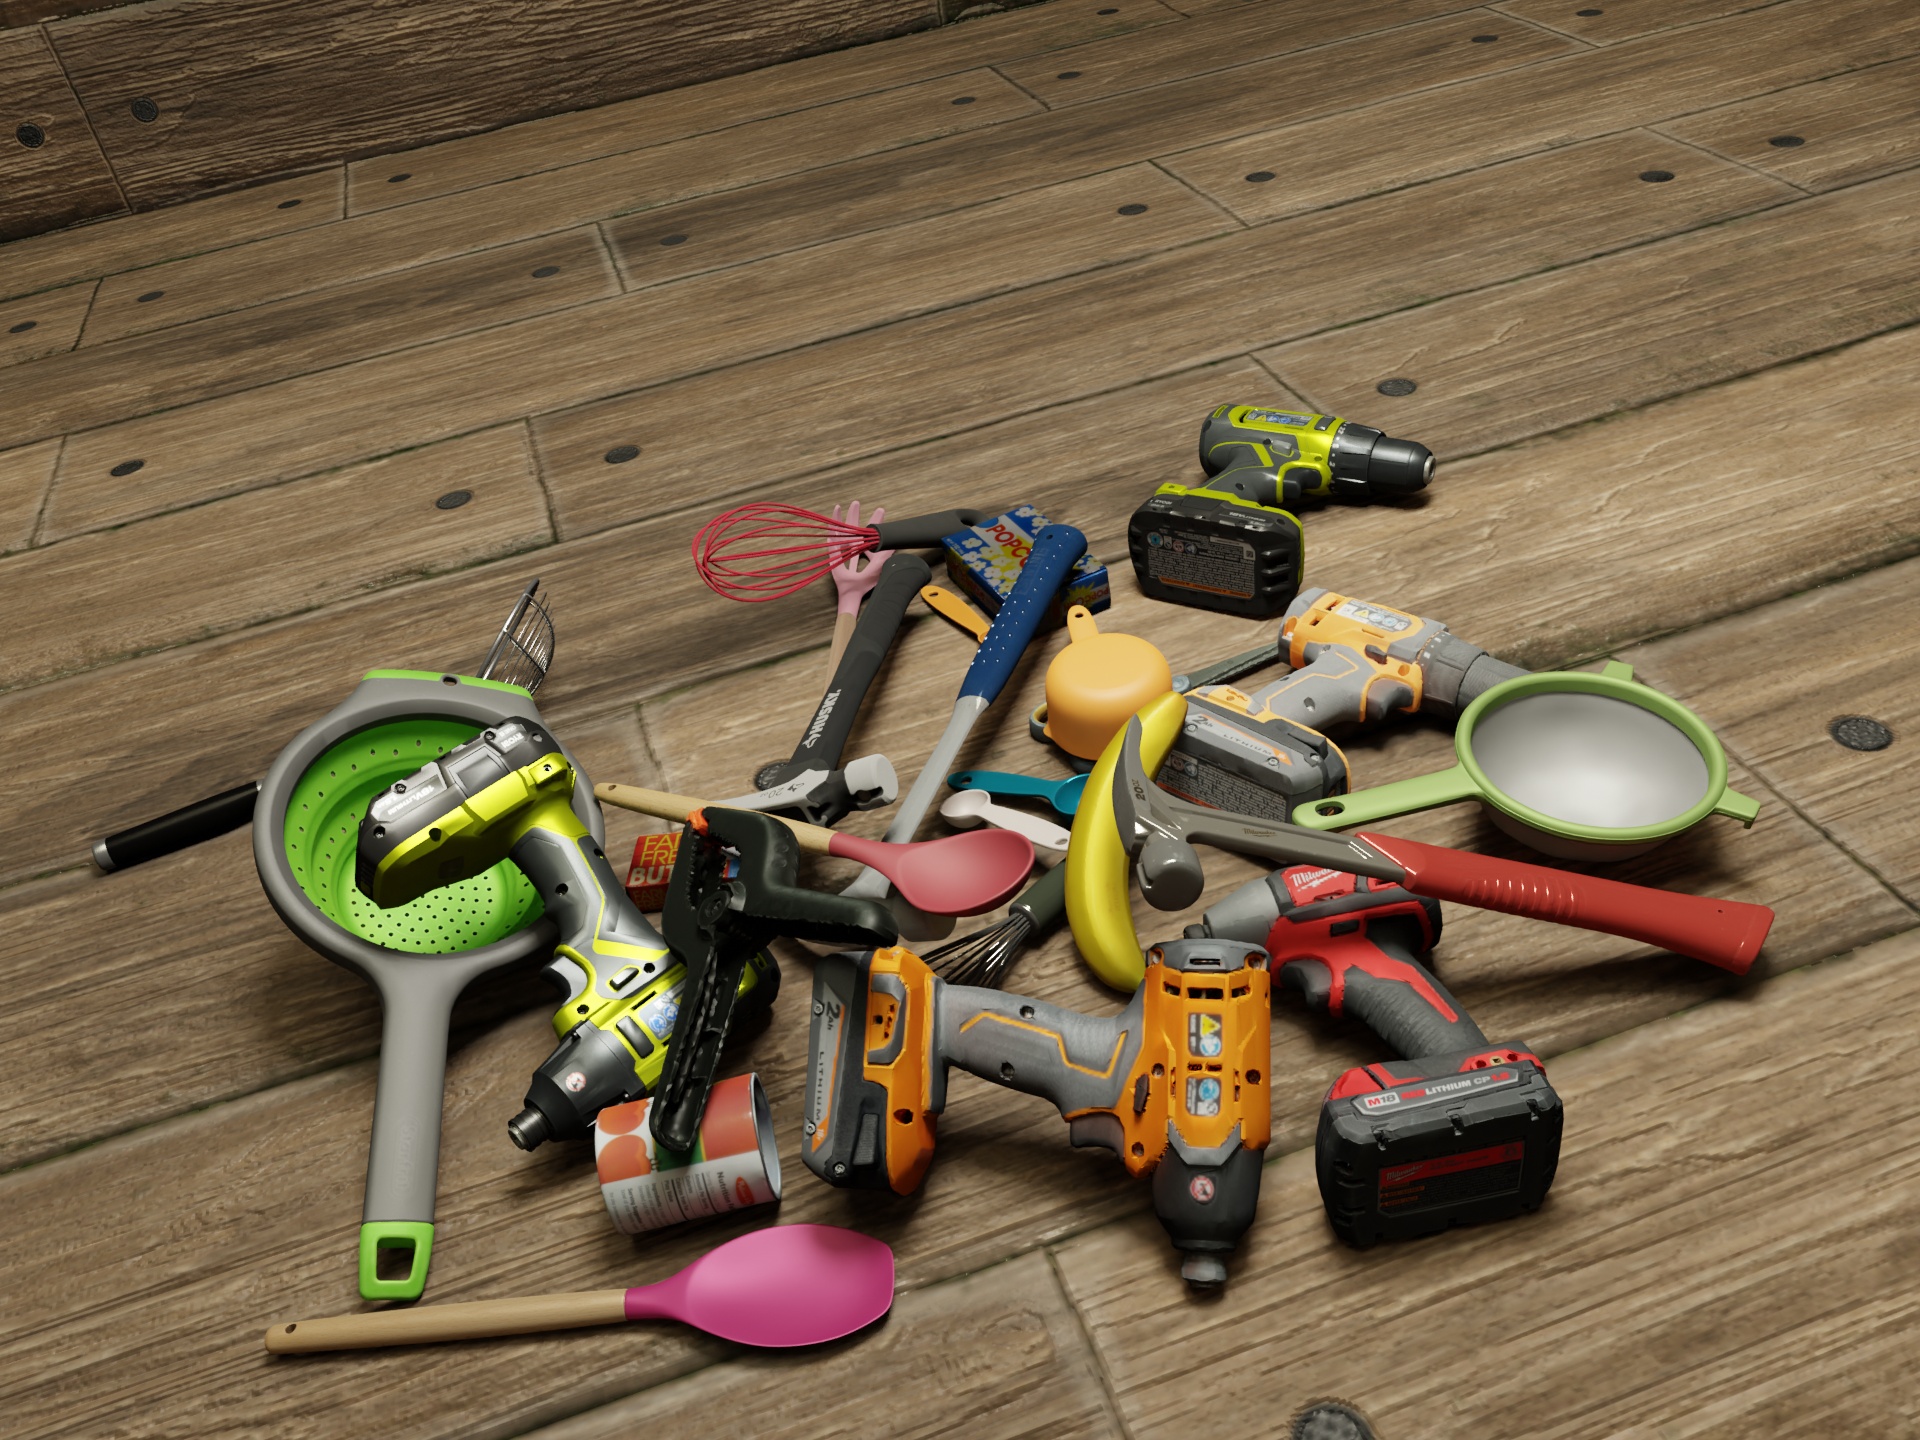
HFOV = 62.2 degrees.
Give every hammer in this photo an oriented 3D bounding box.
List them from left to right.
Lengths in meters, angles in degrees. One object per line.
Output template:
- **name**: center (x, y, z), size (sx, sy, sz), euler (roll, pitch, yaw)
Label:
- **hammer**: center (-0.080, -0.027, 1.109), size (0.146, 0.035, 0.335), euler (-18, 28, 23)
- **hammer**: center (-0.002, -0.003, 1.069), size (0.144, 0.035, 0.406), euler (-8, 36, 34)
- **hammer**: center (0.258, 0.077, 0.851), size (0.359, 0.036, 0.149), euler (11, 28, -7)

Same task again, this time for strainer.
- **strainer**: center (0.318, 0.052, 0.942), size (0.256, 0.069, 0.152), euler (-12, 39, -6)

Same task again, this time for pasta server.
- **pasta server**: center (-0.088, -0.068, 1.223), size (0.060, 0.040, 0.316), euler (15, 38, -9)

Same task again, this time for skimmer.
- **skimmer**: center (-0.467, 0.001, 1.179), size (0.363, 0.090, 0.127), euler (-23, 6, -13)

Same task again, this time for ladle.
- **ladle**: center (-0.096, 0.068, 0.934), size (0.315, 0.031, 0.069), euler (10, 41, 30)

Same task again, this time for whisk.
- **whisk**: center (-0.084, -0.142, 1.245), size (0.295, 0.073, 0.073), euler (-13, 31, -42)
- **whisk**: center (0.033, 0.124, 0.944), size (0.059, 0.057, 0.246), euler (47, 55, 9)

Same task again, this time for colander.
- **colander**: center (-0.324, 0.154, 0.951), size (0.204, 0.094, 0.398), euler (7, 52, -20)

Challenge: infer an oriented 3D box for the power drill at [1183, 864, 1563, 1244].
- **power drill**: center (0.208, 0.156, 0.833), size (0.143, 0.078, 0.220), euler (-10, 34, -3)

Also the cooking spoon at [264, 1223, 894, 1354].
- **cooking spoon**: center (-0.190, 0.293, 0.790), size (0.319, 0.017, 0.069), euler (-7, 36, 4)

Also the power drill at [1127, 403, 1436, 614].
- **power drill**: center (0.252, -0.176, 1.256), size (0.191, 0.080, 0.228), euler (14, 41, 29)

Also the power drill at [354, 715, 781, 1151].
- **power drill**: center (-0.234, 0.121, 0.904), size (0.223, 0.080, 0.171), euler (46, 54, 11)

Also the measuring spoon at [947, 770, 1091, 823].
- **measuring spoon**: center (0.047, 0.051, 1.059), size (0.129, 0.021, 0.042), euler (6, 40, 34)

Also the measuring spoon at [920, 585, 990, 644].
- **measuring spoon**: center (0.000, -0.081, 1.245), size (0.021, 0.011, 0.117), euler (-25, 36, -19)

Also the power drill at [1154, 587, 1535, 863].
- **power drill**: center (0.253, 0.000, 1.025), size (0.185, 0.084, 0.226), euler (24, 44, 35)

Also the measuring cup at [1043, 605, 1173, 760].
- **measuring cup**: center (0.095, -0.046, 1.109), size (0.095, 0.052, 0.174), euler (-11, 41, -1)

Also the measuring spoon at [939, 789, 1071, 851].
- **measuring spoon**: center (0.033, 0.070, 1.014), size (0.034, 0.018, 0.124), euler (-31, 30, -30)

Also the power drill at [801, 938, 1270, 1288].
- **power drill**: center (0.040, 0.192, 0.794), size (0.226, 0.084, 0.164), euler (-1, 74, 13)
